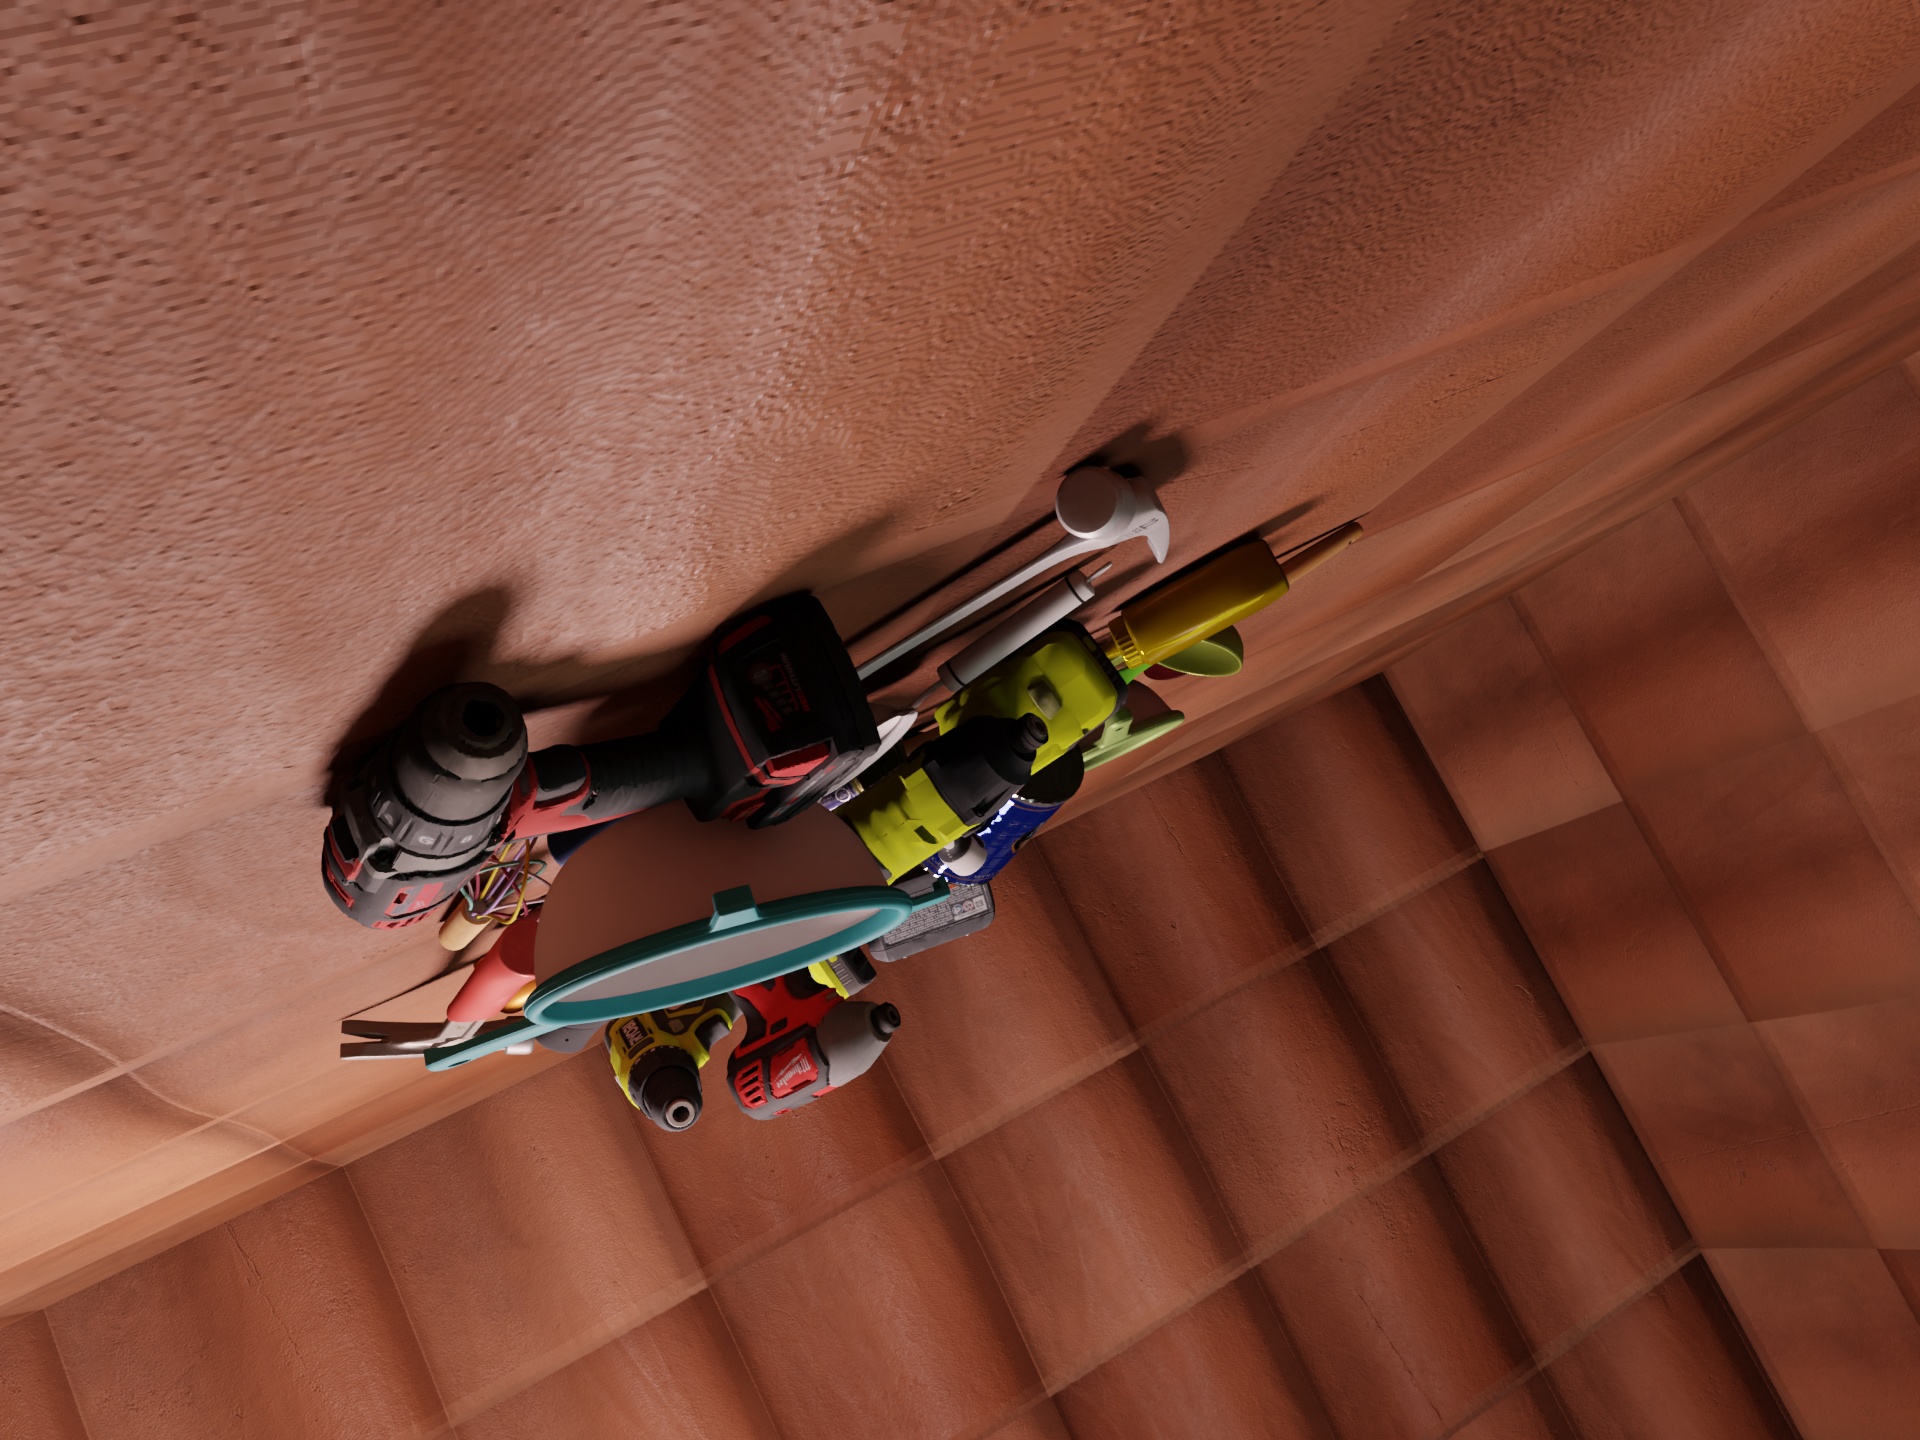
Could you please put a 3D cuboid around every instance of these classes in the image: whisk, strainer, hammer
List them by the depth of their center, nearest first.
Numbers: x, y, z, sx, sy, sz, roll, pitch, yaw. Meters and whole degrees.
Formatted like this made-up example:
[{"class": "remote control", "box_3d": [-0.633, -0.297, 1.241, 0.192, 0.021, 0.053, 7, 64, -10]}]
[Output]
[{"class": "hammer", "box_3d": [-0.063, -0.019, 0.869, 0.405, 0.035, 0.144, -30, 171, 22]}, {"class": "strainer", "box_3d": [-0.190, 0.112, 0.888, 0.340, 0.095, 0.211, -23, 165, 28]}, {"class": "whisk", "box_3d": [-0.290, 0.113, 0.965, 0.051, 0.047, 0.245, -23, 174, -31]}, {"class": "strainer", "box_3d": [-0.013, -0.025, 0.984, 0.258, 0.050, 0.087, -35, 171, 14]}, {"class": "hammer", "box_3d": [-0.355, 0.201, 1.143, 0.149, 0.037, 0.359, 4, 159, -24]}, {"class": "hammer", "box_3d": [-0.184, 0.164, 1.287, 0.409, 0.036, 0.149, -32, 130, 15]}, {"class": "strainer", "box_3d": [0.127, -0.006, 1.442, 0.151, 0.069, 0.256, -24, 171, -1]}]

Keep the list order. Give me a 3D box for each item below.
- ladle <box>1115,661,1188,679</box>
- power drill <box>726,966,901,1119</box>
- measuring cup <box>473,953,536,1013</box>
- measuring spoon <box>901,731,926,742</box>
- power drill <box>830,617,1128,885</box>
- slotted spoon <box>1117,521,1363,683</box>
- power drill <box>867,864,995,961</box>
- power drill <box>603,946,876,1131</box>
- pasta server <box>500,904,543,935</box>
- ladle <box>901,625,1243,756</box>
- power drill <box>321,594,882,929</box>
[{"class": "ladle", "box_3d": [0.135, -0.048, 1.355, 0.069, 0.031, 0.315, -40, 164, 30]}, {"class": "power drill", "box_3d": [-0.139, 0.173, 1.177, 0.143, 0.220, 0.078, -30, 171, 24]}, {"class": "measuring cup", "box_3d": [-0.317, 0.193, 1.338, 0.173, 0.052, 0.095, -22, 171, -20]}, {"class": "measuring spoon", "box_3d": [-0.002, -0.004, 1.253, 0.128, 0.021, 0.042, -36, 171, -1]}, {"class": "power drill", "box_3d": [0.018, 0.017, 1.014, 0.171, 0.080, 0.223, -35, -177, 31]}, {"class": "slotted spoon", "box_3d": [0.196, -0.077, 1.291, 0.314, 0.031, 0.070, -32, 160, -6]}, {"class": "power drill", "box_3d": [-0.074, 0.142, 1.479, 0.185, 0.084, 0.226, -19, -161, -7]}, {"class": "power drill", "box_3d": [-0.190, 0.248, 1.353, 0.228, 0.080, 0.191, -36, -160, -13]}, {"class": "pasta server", "box_3d": [-0.250, 0.115, 1.118, 0.060, 0.040, 0.316, -6, 158, -44]}, {"class": "ladle", "box_3d": [0.068, -0.010, 1.208, 0.320, 0.062, 0.078, -23, 167, -11]}, {"class": "power drill", "box_3d": [-0.148, 0.013, 0.675, 0.226, 0.080, 0.188, -17, 168, -35]}]
